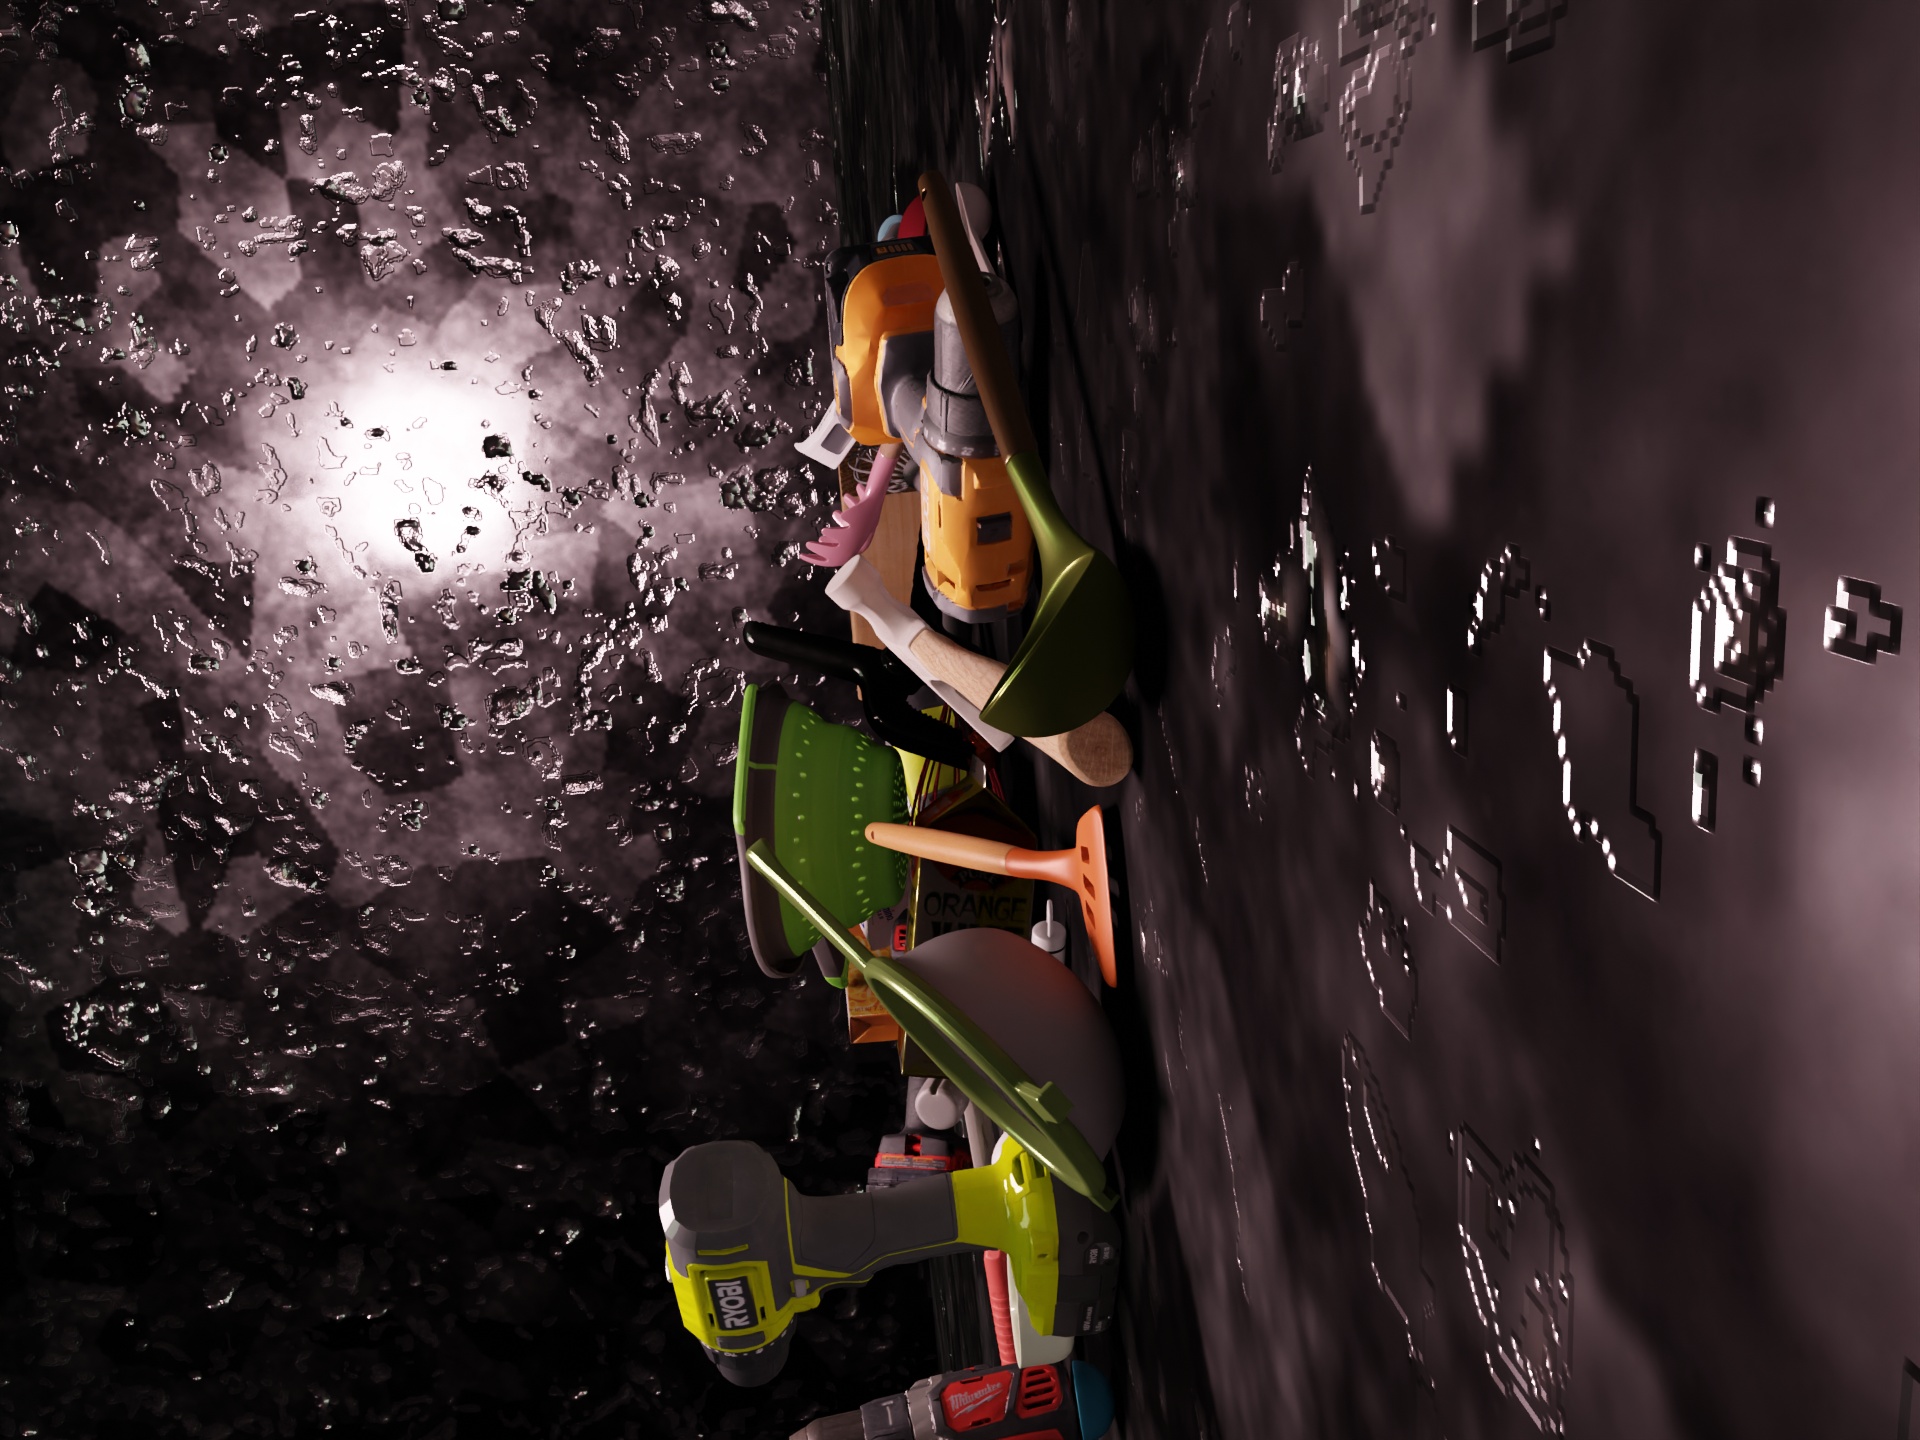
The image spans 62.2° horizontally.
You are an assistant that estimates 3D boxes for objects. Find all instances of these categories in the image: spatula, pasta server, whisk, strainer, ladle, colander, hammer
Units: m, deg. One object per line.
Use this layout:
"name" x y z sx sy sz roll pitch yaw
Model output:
"spatula" 0.010 0.073 0.837 0.323 0.041 0.081 2 98 64
"pasta server" -0.046 -0.202 1.063 0.060 0.040 0.316 -58 -1 -37
"whisk" -0.002 -0.004 1.137 0.073 0.073 0.296 96 174 -66
"whisk" -0.032 -0.174 1.138 0.239 0.055 0.055 -139 41 -62
"strainer" -0.006 0.119 0.774 0.257 0.069 0.151 38 164 32
"ladle" -0.016 -0.246 1.182 0.069 0.031 0.315 103 159 -78
"colander" -0.080 0.113 1.164 0.396 0.094 0.205 81 -171 -60
"hammer" -0.070 -0.313 1.257 0.128 0.033 0.331 -51 20 38
"hammer" 0.034 0.381 1.108 0.149 0.037 0.359 -40 -58 -66
"ladle" 0.010 -0.130 0.673 0.078 0.062 0.320 -53 42 44
"strainer" 0.045 0.209 0.929 0.087 0.050 0.258 -76 -11 -60
"hammer" 0.015 -0.016 0.788 0.130 0.031 0.331 43 178 -18

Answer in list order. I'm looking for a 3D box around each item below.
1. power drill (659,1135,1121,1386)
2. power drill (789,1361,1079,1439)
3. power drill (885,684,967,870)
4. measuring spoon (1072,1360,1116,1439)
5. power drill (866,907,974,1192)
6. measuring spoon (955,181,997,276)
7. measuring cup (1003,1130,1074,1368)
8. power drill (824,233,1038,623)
"power drill" -0.038 0.287 0.842 0.080 0.228 0.190 -101 7 -46
"power drill" -0.002 0.512 0.970 0.227 0.188 0.080 -107 11 -46
"power drill" -0.033 0.049 1.329 0.223 0.080 0.171 105 148 -70
"measuring spoon" 0.078 0.380 0.900 0.128 0.021 0.042 71 -170 -71
"power drill" -0.007 0.254 1.187 0.143 0.078 0.220 39 -130 -63
"measuring spoon" 0.020 -0.249 0.864 0.034 0.018 0.124 77 177 -56
"measuring cup" 0.049 0.329 1.030 0.083 0.038 0.168 92 175 -64
"power drill" -0.014 -0.188 0.865 0.226 0.084 0.185 -114 16 -46
